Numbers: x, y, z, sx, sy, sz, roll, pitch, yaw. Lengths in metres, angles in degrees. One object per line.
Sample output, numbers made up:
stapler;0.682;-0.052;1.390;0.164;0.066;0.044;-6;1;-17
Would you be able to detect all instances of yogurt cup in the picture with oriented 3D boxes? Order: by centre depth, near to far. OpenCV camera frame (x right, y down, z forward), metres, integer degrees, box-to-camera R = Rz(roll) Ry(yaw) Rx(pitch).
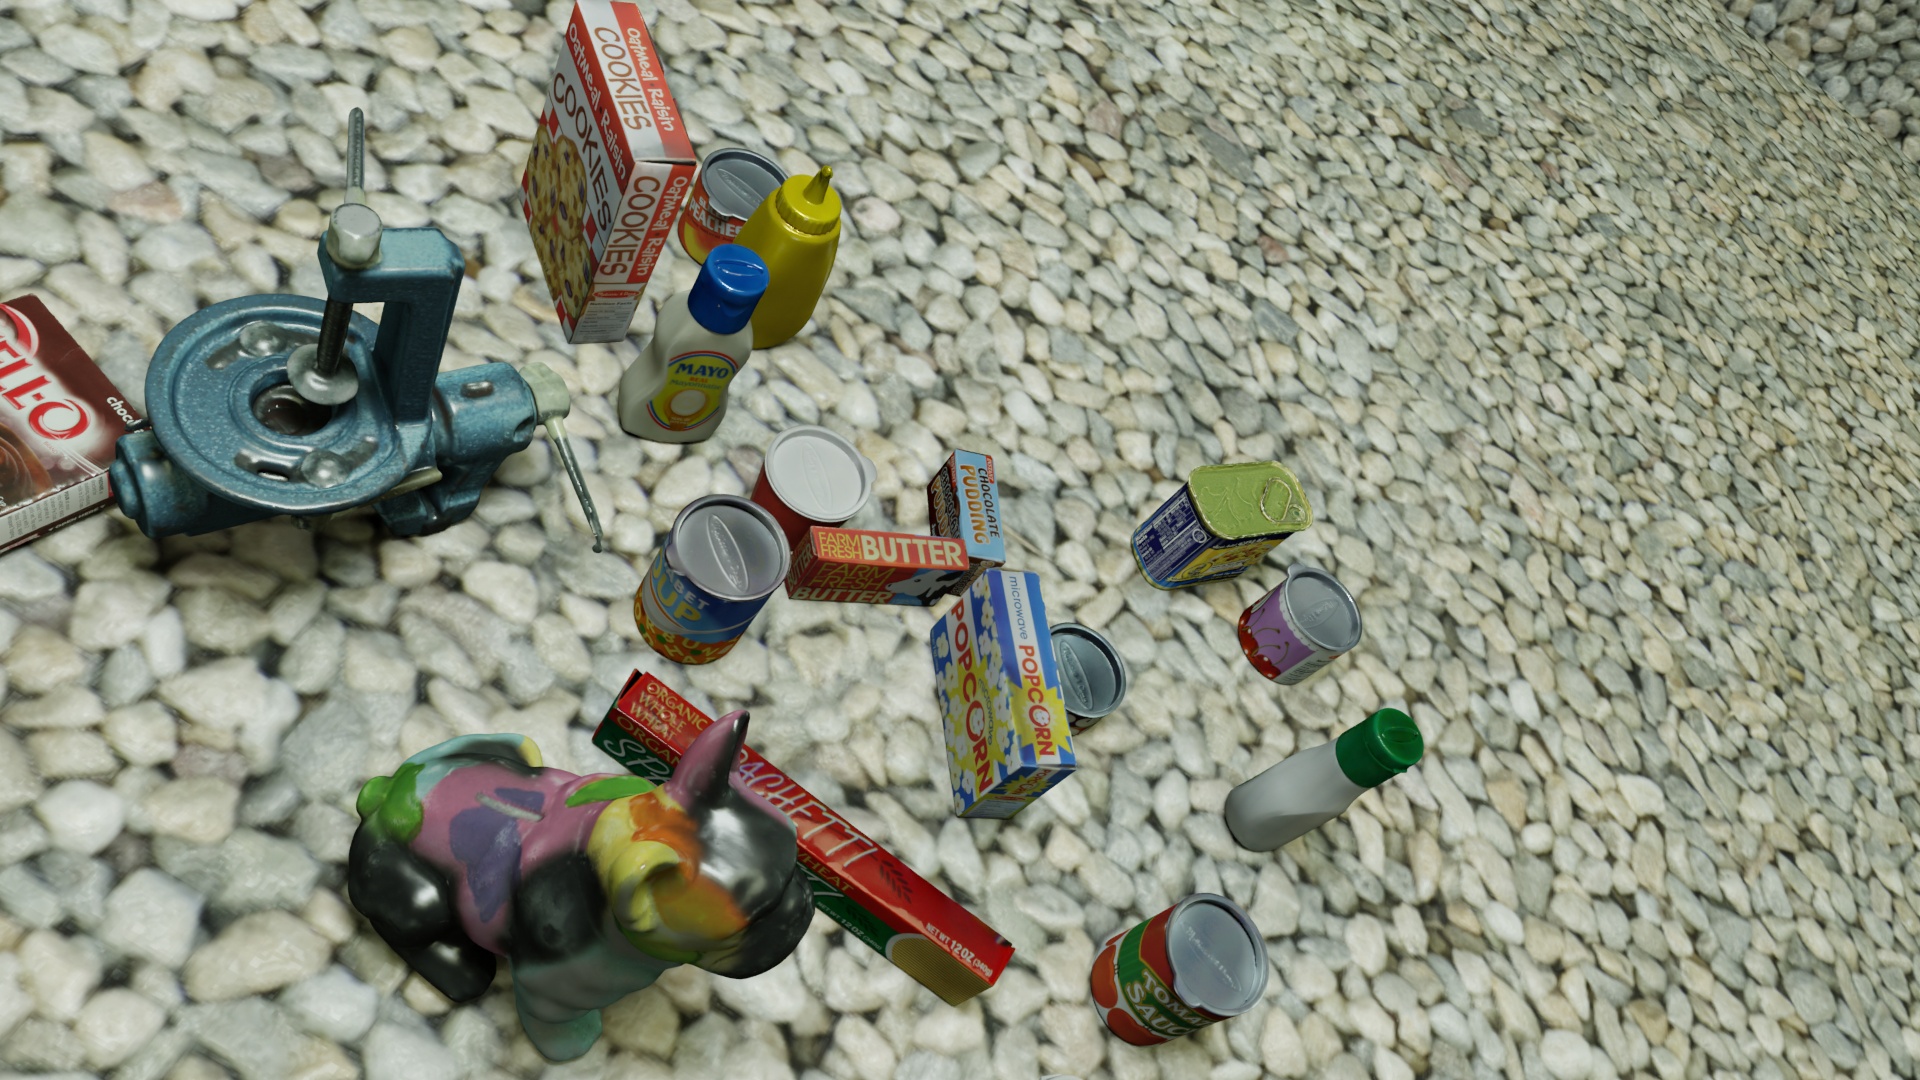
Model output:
yogurt cup;-0.096;-0.029;0.854;0.072;0.053;0.073;15;54;-21

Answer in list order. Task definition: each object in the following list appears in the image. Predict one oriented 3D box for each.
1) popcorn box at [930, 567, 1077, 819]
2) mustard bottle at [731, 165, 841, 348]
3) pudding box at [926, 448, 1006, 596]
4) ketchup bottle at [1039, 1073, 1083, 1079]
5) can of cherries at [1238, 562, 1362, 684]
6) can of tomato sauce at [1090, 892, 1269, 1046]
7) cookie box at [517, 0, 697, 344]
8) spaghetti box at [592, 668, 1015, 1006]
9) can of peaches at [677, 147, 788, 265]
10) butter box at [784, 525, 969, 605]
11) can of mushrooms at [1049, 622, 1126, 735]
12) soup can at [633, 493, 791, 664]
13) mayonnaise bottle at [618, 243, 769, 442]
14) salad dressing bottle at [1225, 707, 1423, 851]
popcorn box;0.023;0.091;0.823;0.038;0.084;0.127;6;57;-27
mustard bottle;-0.109;-0.184;0.877;0.065;0.159;0.049;-8;65;-34
pudding box;0.003;-0.011;0.902;0.030;0.049;0.084;10;56;-24
ketchup bottle;0.015;0.282;0.651;0.065;0.148;0.044;2;60;-29
can of cherries;0.239;0.059;0.987;0.071;0.058;0.072;15;54;-21
can of tomato sauce;0.121;0.244;0.781;0.071;0.082;0.071;15;54;-21
cookie box;-0.215;-0.217;0.833;0.040;0.166;0.123;-8;65;-34
spaghetti box;-0.085;0.160;0.739;0.250;0.050;0.029;37;49;-4
can of peaches;-0.154;-0.221;0.943;0.071;0.057;0.071;15;54;-21
butter box;-0.052;0.017;0.850;0.104;0.053;0.024;5;58;-28
can of mushrooms;0.067;0.089;0.884;0.071;0.033;0.071;15;54;-21
soup can;-0.142;0.023;0.773;0.071;0.083;0.072;15;54;-21
mayonnaise bottle;-0.153;-0.113;0.813;0.065;0.147;0.041;4;59;-28
salad dressing bottle;0.224;0.149;0.860;0.064;0.147;0.044;4;59;-28
